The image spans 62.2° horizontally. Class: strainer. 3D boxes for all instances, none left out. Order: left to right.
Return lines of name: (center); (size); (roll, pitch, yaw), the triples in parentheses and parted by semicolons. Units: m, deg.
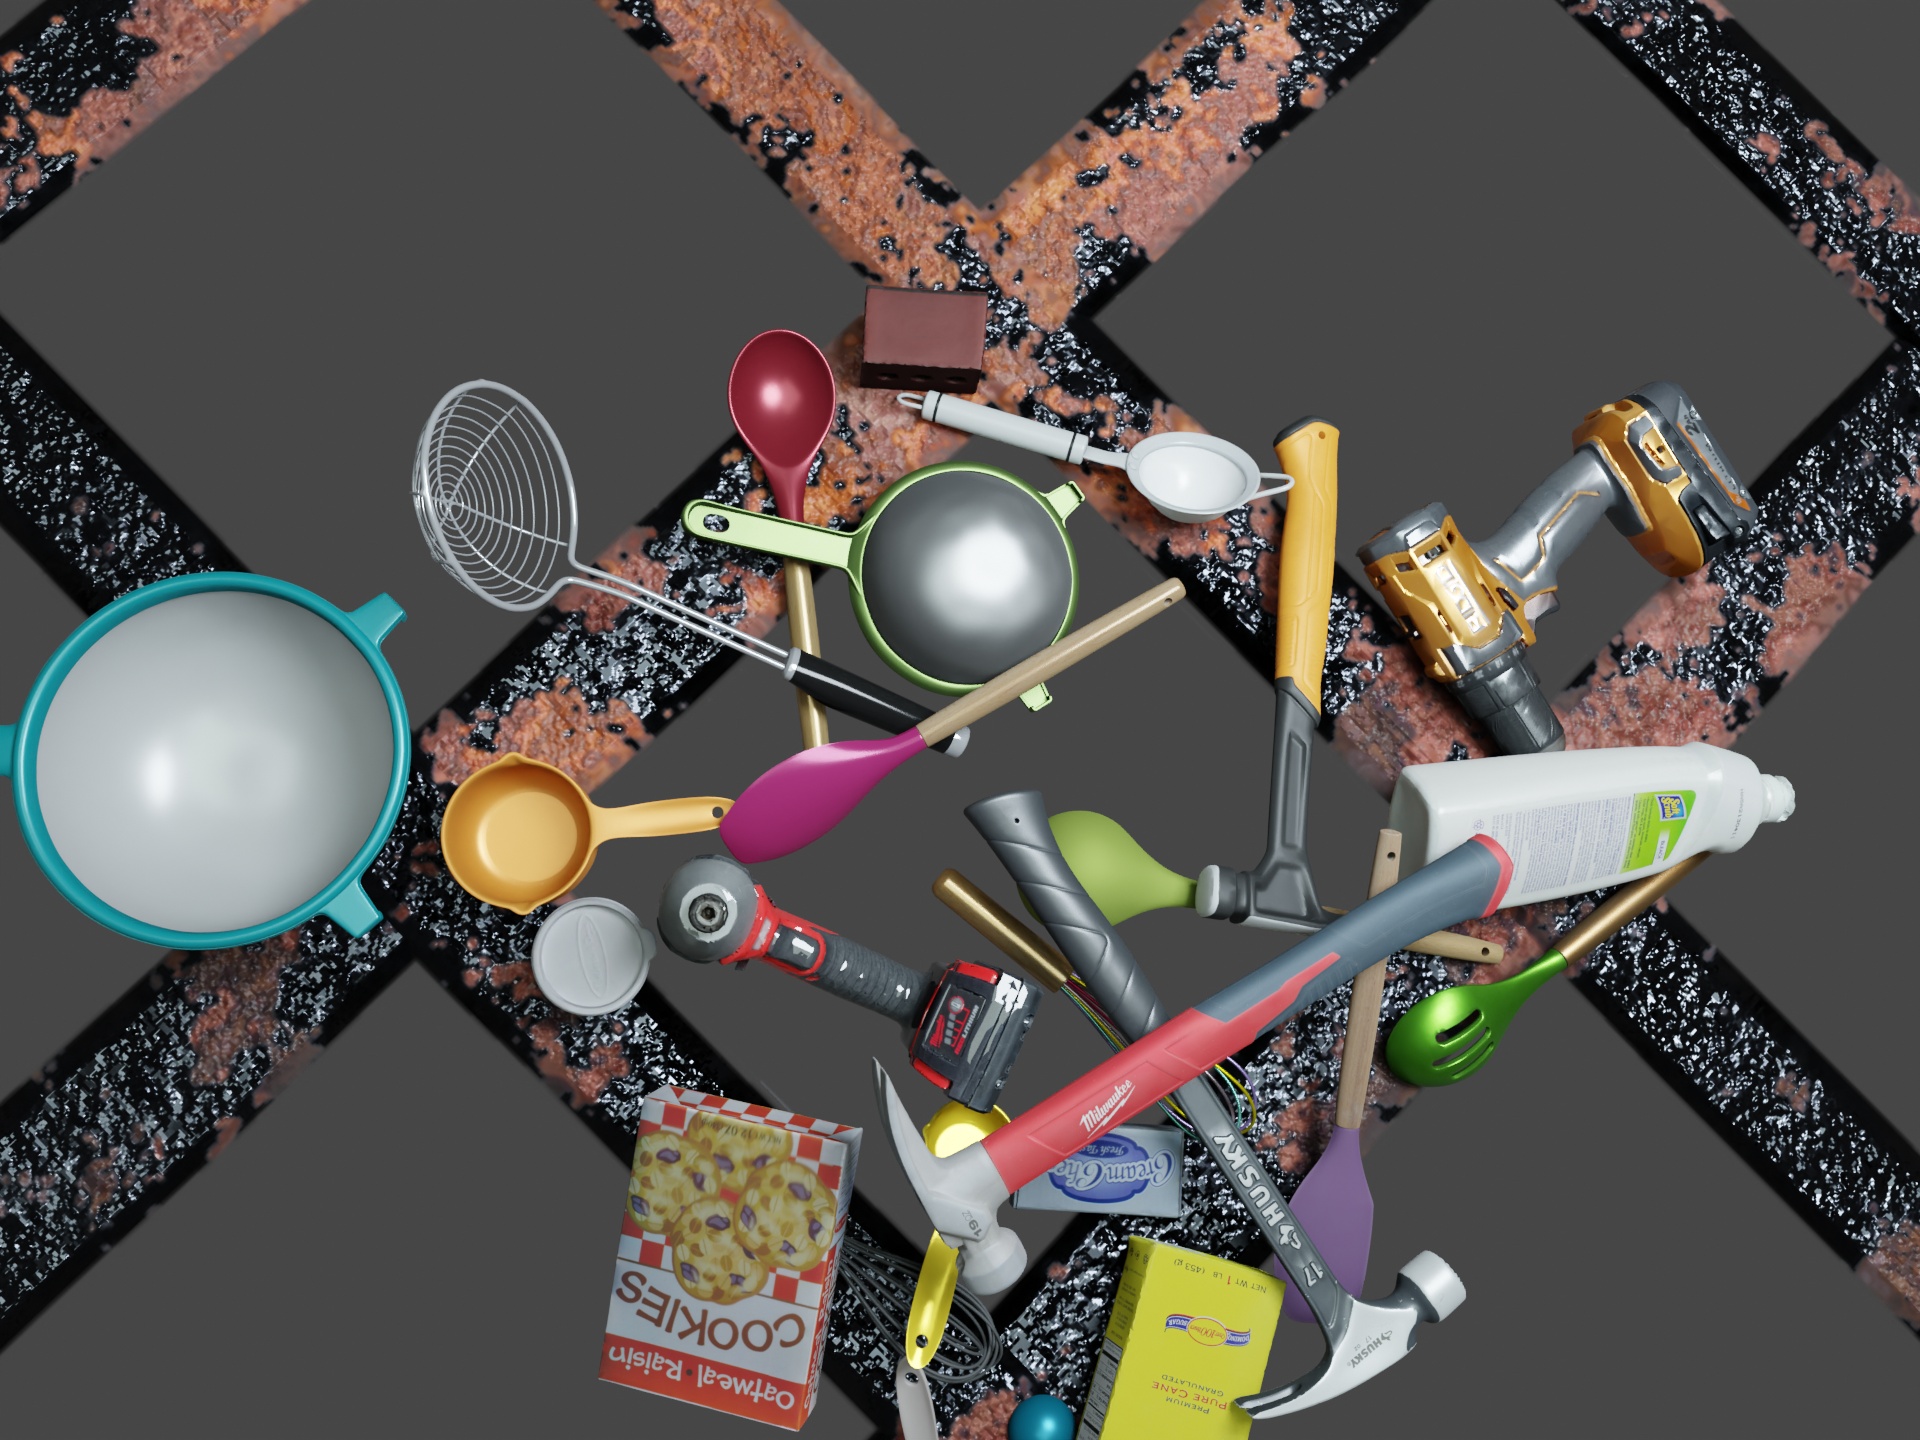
strainer: (-0.480, 0.025, 0.913); (0.340, 0.095, 0.211); (2, 80, -4)
strainer: (-0.041, -0.102, 0.968); (0.256, 0.069, 0.151); (11, 84, -14)
strainer: (0.083, -0.171, 1.022); (0.258, 0.050, 0.087); (17, 46, 3)

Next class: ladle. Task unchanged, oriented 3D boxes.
ladle: (-0.101, -0.088, 0.999); (0.069, 0.031, 0.315); (-5, 85, -11)
ladle: (0.190, 0.119, 1.002); (0.320, 0.062, 0.078); (12, 83, -11)

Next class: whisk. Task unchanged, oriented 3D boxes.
whisk: (-0.076, 0.312, 0.945); (0.239, 0.055, 0.055); (36, 81, 4)
whisk: (0.079, 0.177, 0.980); (0.245, 0.047, 0.051); (39, 69, 4)

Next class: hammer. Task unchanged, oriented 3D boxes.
hammer: (0.126, 0.214, 0.927); (0.149, 0.036, 0.409); (-34, 91, -14)
hammer: (0.139, 0.156, 0.884); (0.386, 0.038, 0.143); (-29, 105, -11)
hammer: (0.221, -0.033, 1.001); (0.127, 0.034, 0.337); (10, 74, -14)

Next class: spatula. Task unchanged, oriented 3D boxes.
spatula: (0.234, 0.219, 0.959); (0.059, 0.018, 0.316); (6, 100, -5)

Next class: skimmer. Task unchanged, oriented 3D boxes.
skimmer: (-0.142, -0.071, 0.922); (0.363, 0.090, 0.127); (25, 53, -17)

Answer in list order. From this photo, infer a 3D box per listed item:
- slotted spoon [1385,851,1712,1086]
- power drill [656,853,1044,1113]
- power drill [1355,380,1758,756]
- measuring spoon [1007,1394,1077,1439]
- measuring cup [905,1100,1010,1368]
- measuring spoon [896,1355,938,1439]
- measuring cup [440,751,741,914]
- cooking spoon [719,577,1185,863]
slotted spoon: (0.403, 0.136, 1.021); (0.314, 0.031, 0.070); (-34, 114, -12)
power drill: (-0.071, 0.142, 0.916); (0.219, 0.143, 0.078); (26, 82, -5)
power drill: (0.394, -0.091, 1.027); (0.226, 0.084, 0.185); (-32, 89, -5)
measuring spoon: (0.079, 0.460, 0.951); (0.042, 0.021, 0.128); (-42, 88, -9)
measuring cup: (-0.008, 0.301, 0.938); (0.062, 0.029, 0.157); (18, 64, -4)
measuring spoon: (-0.019, 0.424, 0.932); (0.034, 0.018, 0.124); (-6, 102, 15)
measuring cup: (-0.219, 0.064, 0.956); (0.173, 0.052, 0.095); (-6, 84, -8)
cooking spoon: (-0.002, -0.003, 0.962); (0.319, 0.068, 0.017); (-30, 42, -5)
